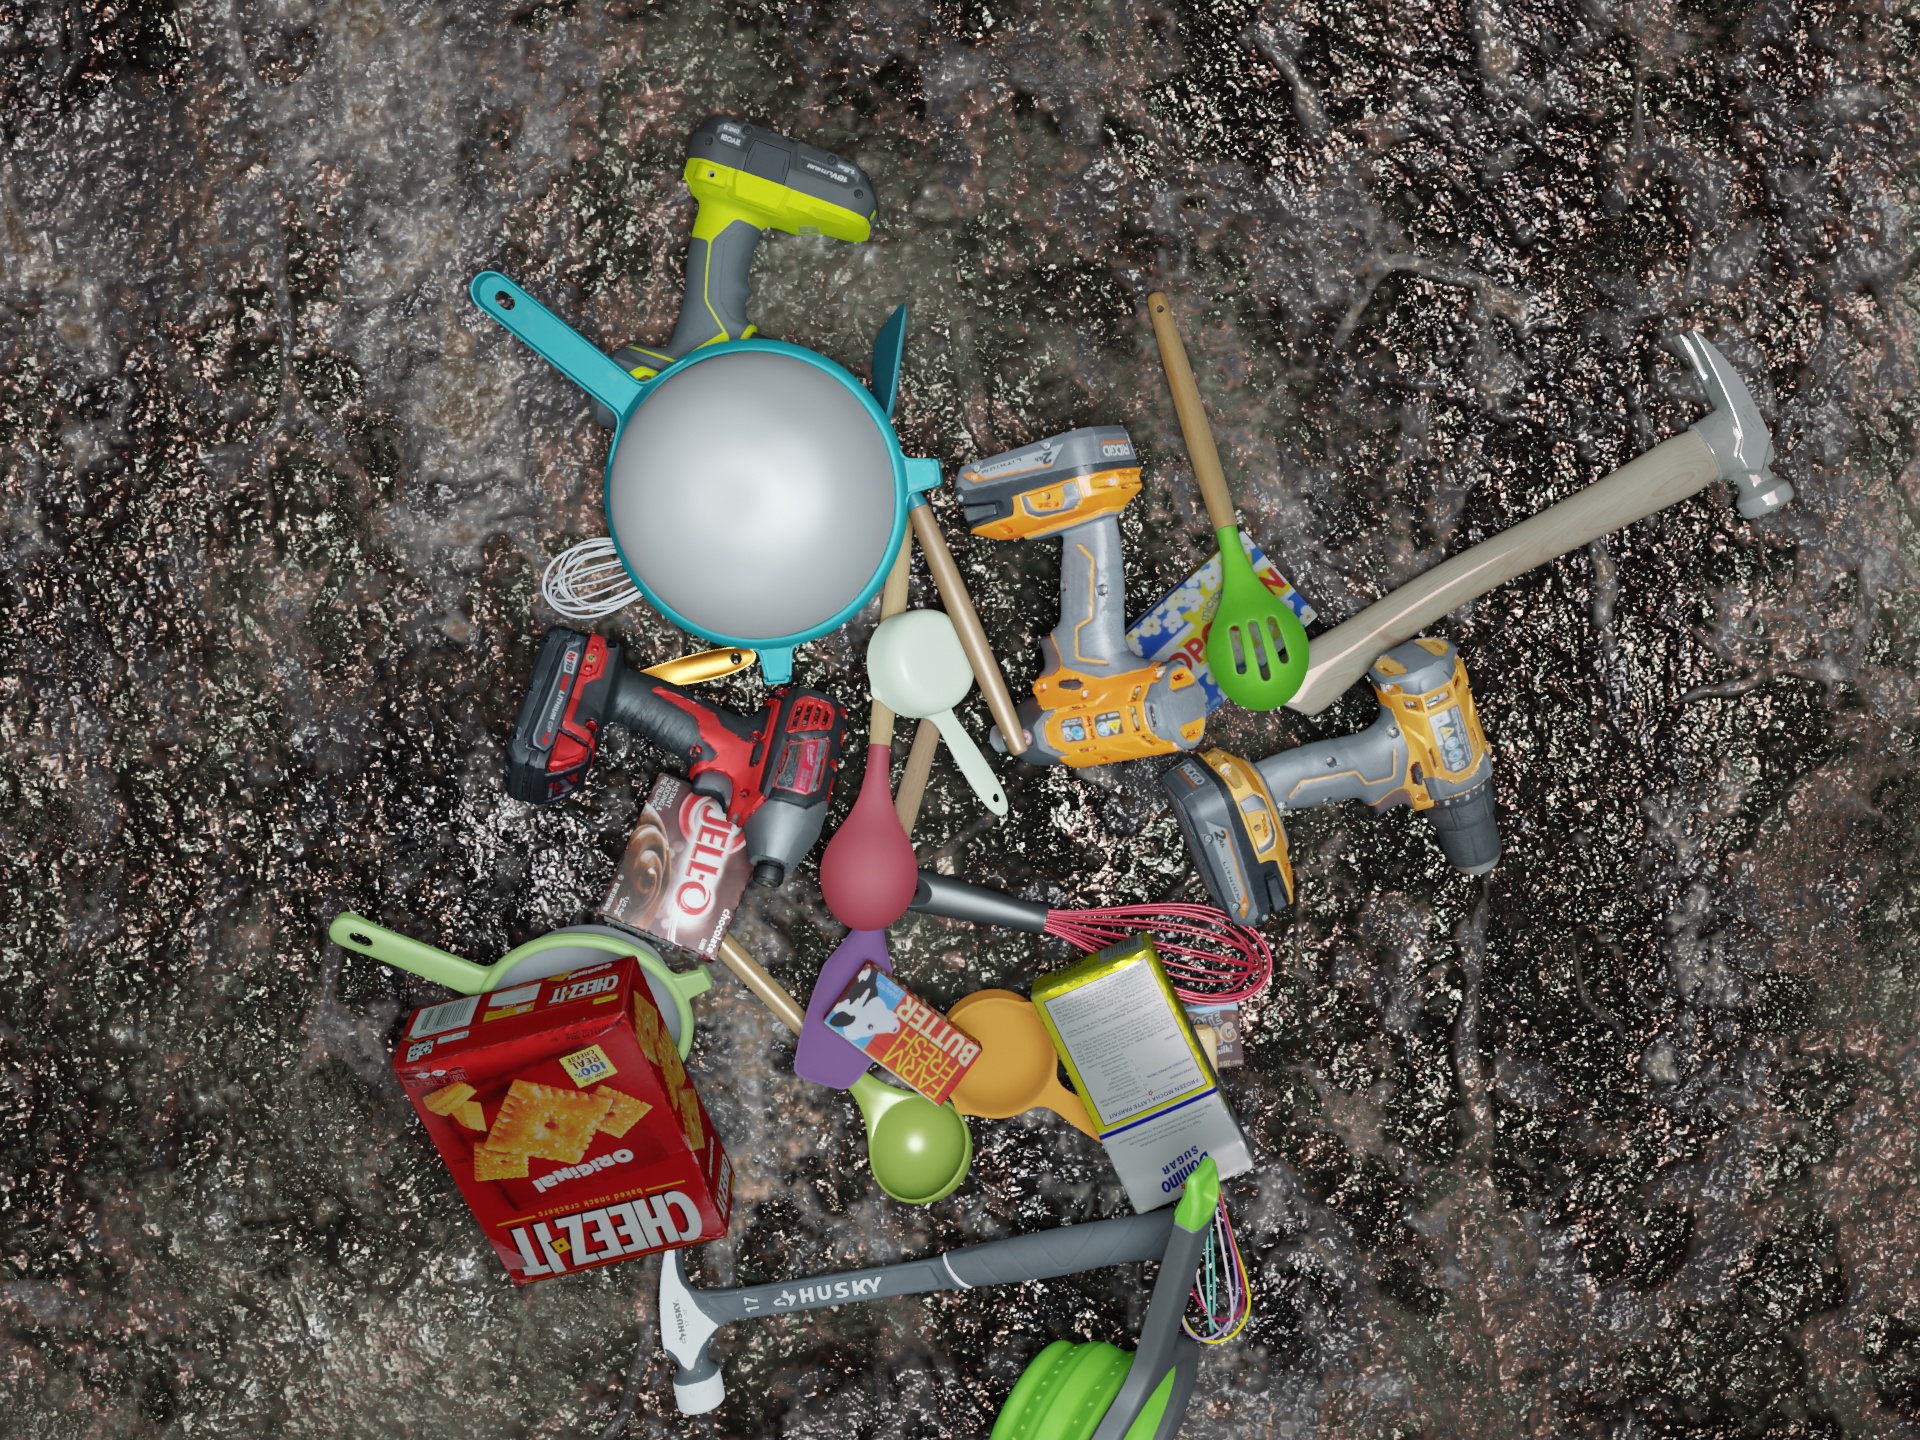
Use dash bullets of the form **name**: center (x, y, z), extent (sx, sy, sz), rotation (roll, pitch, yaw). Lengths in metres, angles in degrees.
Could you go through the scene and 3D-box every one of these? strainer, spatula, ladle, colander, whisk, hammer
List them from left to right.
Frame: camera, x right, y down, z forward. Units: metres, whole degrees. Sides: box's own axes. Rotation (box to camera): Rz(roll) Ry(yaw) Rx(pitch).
- **strainer**: center (-0.309, 0.177, 1.119), extent (0.256, 0.069, 0.151), rotation (24, 115, -12)
- **strainer**: center (-0.193, -0.186, 1.044), extent (0.340, 0.095, 0.211), rotation (38, 100, -3)
- **whisk**: center (-0.178, -0.126, 1.138), extent (0.246, 0.058, 0.059), rotation (-17, 128, -5)
- **ladle**: center (-0.114, 0.222, 1.152), extent (0.078, 0.062, 0.320), rotation (-44, 92, -7)
- **ladle**: center (-0.054, -0.008, 1.136), extent (0.069, 0.031, 0.315), rotation (6, 83, -5)
- **spatula**: center (-0.051, 0.109, 1.147), extent (0.060, 0.018, 0.316), rotation (16, 84, -2)
- **hammer**: center (-0.022, 0.396, 1.153), extent (0.409, 0.036, 0.149), rotation (-11, 92, 5)
- **spatula**: center (-0.009, -0.128, 1.106), extent (0.044, 0.082, 0.317), rotation (-22, 89, -20)
- **whisk**: center (0.081, 0.149, 1.160), extent (0.296, 0.073, 0.073), rotation (13, 93, 3)
- **colander**: center (0.095, 0.443, 1.101), extent (0.094, 0.204, 0.396), rotation (24, 120, 27)
- **whisk**: center (0.184, 0.341, 1.165), extent (0.047, 0.051, 0.245), rotation (1, 100, 26)
- **hammer**: center (0.400, -0.130, 1.168), extent (0.410, 0.038, 0.146), rotation (-29, 93, -1)

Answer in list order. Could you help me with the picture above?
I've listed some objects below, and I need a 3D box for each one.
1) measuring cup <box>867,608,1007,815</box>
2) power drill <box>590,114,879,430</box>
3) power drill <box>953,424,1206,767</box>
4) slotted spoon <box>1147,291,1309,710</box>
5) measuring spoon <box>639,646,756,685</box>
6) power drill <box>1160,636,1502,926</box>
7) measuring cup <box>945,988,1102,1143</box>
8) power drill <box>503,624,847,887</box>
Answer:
- **measuring cup**: center (-0.002, -0.004, 1.129), extent (0.083, 0.038, 0.167), rotation (-39, 105, -32)
- **power drill**: center (-0.144, -0.288, 1.114), extent (0.171, 0.080, 0.223), rotation (18, 96, -3)
- **power drill**: center (0.070, -0.078, 1.116), extent (0.164, 0.084, 0.226), rotation (-12, 93, 36)
- **slotted spoon**: center (0.179, -0.160, 1.129), extent (0.070, 0.031, 0.314), rotation (-16, 80, 7)
- **measuring spoon**: center (-0.206, -0.035, 1.157), extent (0.117, 0.011, 0.021), rotation (-14, 101, -6)
- **power drill**: center (0.279, 0.065, 1.145), extent (0.226, 0.084, 0.185), rotation (-26, 112, -3)
- **measuring cup**: center (0.059, 0.264, 1.165), extent (0.173, 0.052, 0.095), rotation (34, 91, -6)
- **power drill**: center (-0.195, 0.027, 1.100), extent (0.219, 0.078, 0.143), rotation (16, 64, -10)
